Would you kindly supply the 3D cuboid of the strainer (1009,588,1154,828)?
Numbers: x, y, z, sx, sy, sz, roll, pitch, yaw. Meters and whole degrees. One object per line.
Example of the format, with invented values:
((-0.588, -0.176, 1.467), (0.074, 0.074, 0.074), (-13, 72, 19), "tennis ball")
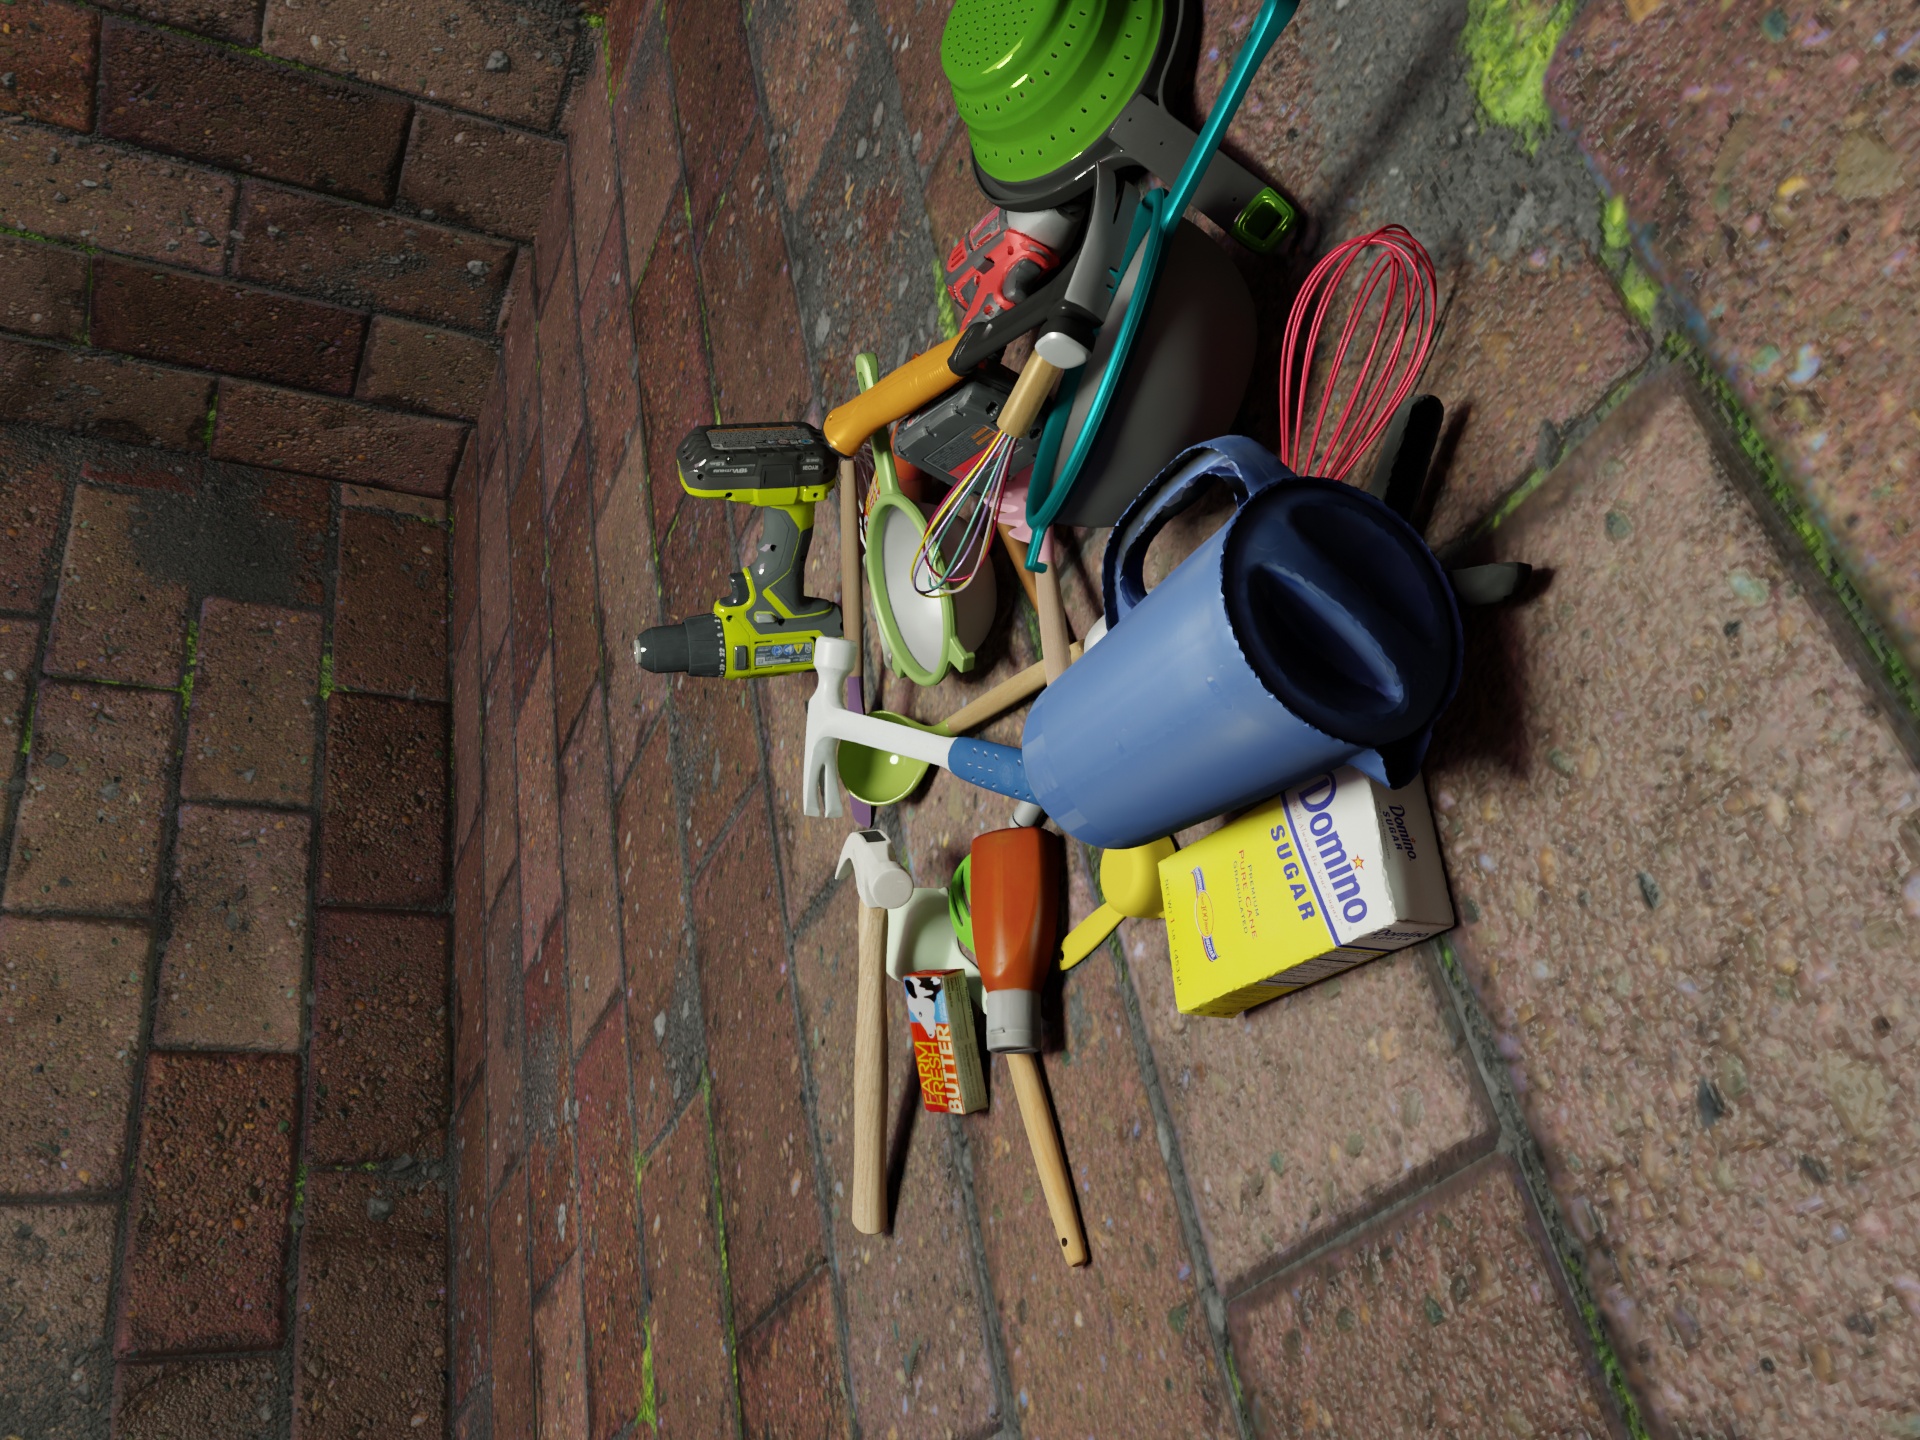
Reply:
((0.080, 0.001, 1.057), (0.087, 0.050, 0.258), (-101, 29, -43), "strainer")

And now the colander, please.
((0.087, -0.416, 1.045), (0.204, 0.094, 0.398), (-50, 45, 17), "colander")

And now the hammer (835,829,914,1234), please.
((-0.068, 0.241, 1.214), (0.130, 0.031, 0.331), (-132, 41, -66), "hammer")

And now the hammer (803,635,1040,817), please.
((-0.008, 0.029, 1.127), (0.406, 0.035, 0.144), (14, 97, 56), "hammer")

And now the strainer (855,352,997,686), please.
((-0.025, -0.157, 1.218), (0.151, 0.069, 0.256), (178, 80, -68), "strainer")

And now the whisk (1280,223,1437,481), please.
((0.185, -0.121, 0.864), (0.073, 0.073, 0.295), (-127, 46, -54), "whisk")

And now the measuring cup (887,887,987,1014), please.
((-0.019, 0.181, 1.199), (0.168, 0.038, 0.083), (37, 116, 61), "measuring cup")

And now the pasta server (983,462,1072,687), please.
((0.054, -0.088, 1.073), (0.060, 0.040, 0.317), (-47, 30, 34), "pasta server")

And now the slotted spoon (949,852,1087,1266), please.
((0.039, 0.219, 1.092), (0.070, 0.031, 0.314), (-45, 46, 35), "slotted spoon")

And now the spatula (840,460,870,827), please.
((-0.092, -0.064, 1.372), (0.060, 0.018, 0.316), (-160, 67, -64), "spatula")

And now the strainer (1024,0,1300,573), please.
((0.139, -0.240, 0.907), (0.211, 0.095, 0.340), (-77, 10, -45), "strainer")

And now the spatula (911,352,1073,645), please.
((0.021, -0.161, 1.209), (0.081, 0.041, 0.323), (93, 162, -47), "spatula")

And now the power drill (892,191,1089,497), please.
((0.031, -0.286, 1.152), (0.143, 0.078, 0.220), (-24, 48, 53), "power drill")

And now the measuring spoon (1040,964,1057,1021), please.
((0.052, 0.154, 1.103), (0.021, 0.011, 0.117), (-31, 56, 28), "measuring spoon")

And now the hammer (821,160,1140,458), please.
((-0.003, -0.245, 1.051), (0.337, 0.034, 0.127), (-14, 54, 58), "hammer")

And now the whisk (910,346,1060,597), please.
((0.028, -0.177, 1.064), (0.051, 0.047, 0.244), (-78, 14, -54), "whisk")

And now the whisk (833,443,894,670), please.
((-0.075, -0.150, 1.392), (0.059, 0.057, 0.247), (-25, 60, 24), "whisk")

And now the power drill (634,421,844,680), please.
((-0.193, -0.140, 1.400), (0.080, 0.190, 0.228), (-121, 31, -55), "power drill")

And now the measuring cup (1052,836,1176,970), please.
((0.087, 0.122, 1.019), (0.156, 0.029, 0.062), (-53, 39, 45), "measuring cup")

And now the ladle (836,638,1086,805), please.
((-0.002, -0.004, 1.192), (0.320, 0.062, 0.078), (-30, 67, 56), "ladle")
